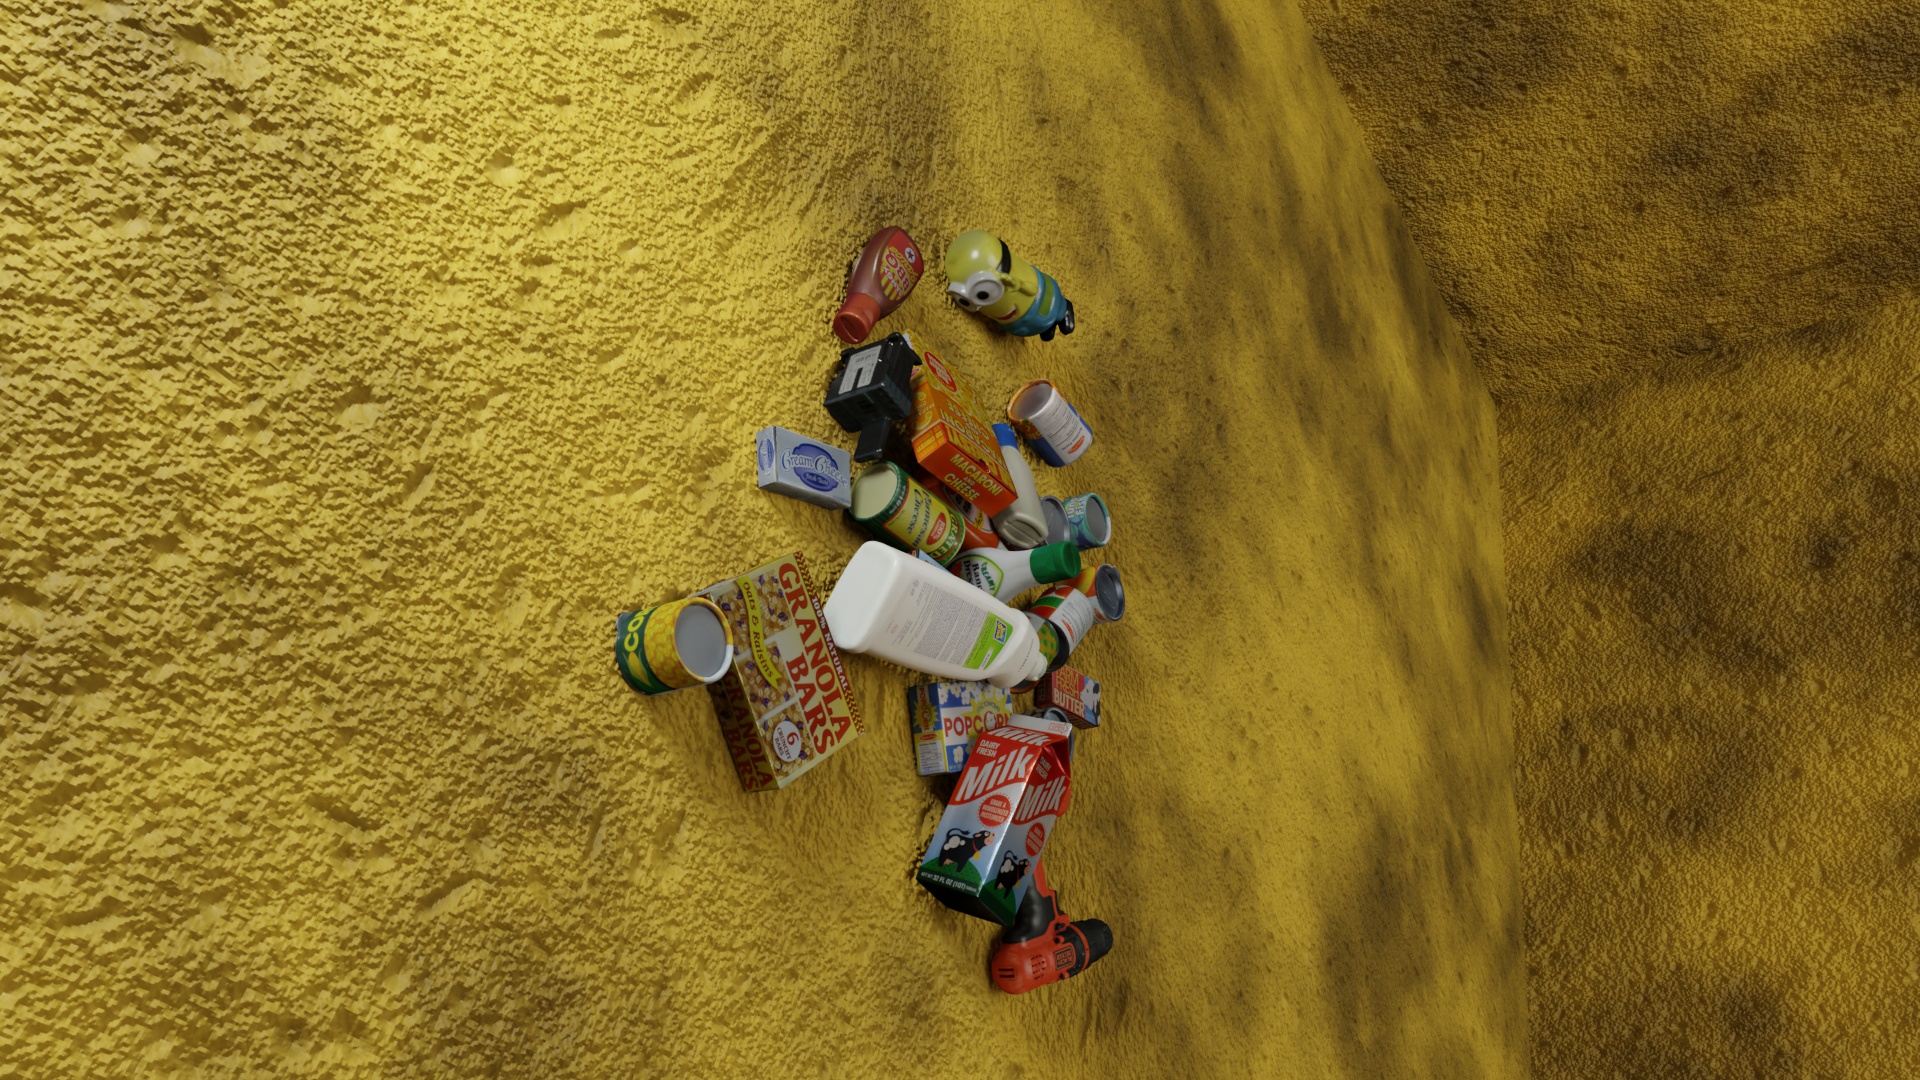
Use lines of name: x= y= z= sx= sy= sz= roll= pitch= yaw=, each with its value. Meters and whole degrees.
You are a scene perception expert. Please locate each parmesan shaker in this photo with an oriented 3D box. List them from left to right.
parmesan shaker: x=-0.053 y=-0.021 z=1.308 sx=0.103 sy=0.071 sz=0.071 roll=37 pitch=48 yaw=-44

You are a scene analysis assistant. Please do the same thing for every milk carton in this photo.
milk carton: x=0.040 y=0.247 z=1.282 sx=0.073 sy=0.072 sz=0.191 roll=53 pitch=53 yaw=-44

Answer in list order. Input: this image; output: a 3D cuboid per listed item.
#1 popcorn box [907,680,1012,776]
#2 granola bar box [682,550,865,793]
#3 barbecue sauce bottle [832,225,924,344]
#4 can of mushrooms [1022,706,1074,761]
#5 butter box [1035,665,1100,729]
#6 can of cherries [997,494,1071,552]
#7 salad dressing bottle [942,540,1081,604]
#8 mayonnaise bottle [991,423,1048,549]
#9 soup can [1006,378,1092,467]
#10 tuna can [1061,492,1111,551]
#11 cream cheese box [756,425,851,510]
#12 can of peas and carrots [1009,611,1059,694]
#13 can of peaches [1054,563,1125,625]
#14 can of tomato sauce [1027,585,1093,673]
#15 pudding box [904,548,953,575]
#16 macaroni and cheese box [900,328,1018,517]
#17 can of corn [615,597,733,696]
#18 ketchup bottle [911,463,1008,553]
popcorn box: x=0.004 y=0.179 z=1.337 sx=0.127 sy=0.038 sz=0.085 roll=6 pitch=72 yaw=-56
granola bar box: x=-0.151 y=0.105 z=1.132 sx=0.125 sy=0.039 sz=0.165 roll=-28 pitch=101 yaw=-56
barbecue sauce bottle: x=-0.083 y=-0.249 z=1.372 sx=0.064 sy=0.043 sz=0.149 roll=57 pitch=37 yaw=-28
can of mushrooms: x=0.088 y=0.210 z=1.457 sx=0.071 sy=0.033 sz=0.071 roll=27 pitch=56 yaw=-50
butter box: x=0.118 y=0.169 z=1.528 sx=0.103 sy=0.024 sz=0.053 roll=31 pitch=52 yaw=-48
can of cherries: x=0.078 y=-0.014 z=1.508 sx=0.071 sy=0.058 sz=0.072 roll=25 pitch=58 yaw=-50
salad dressing bottle: x=0.047 y=0.032 z=1.359 sx=0.044 sy=0.147 sz=0.064 roll=-4 pitch=81 yaw=-57
mayonnaise bottle: x=0.052 y=-0.061 z=1.465 sx=0.064 sy=0.041 sz=0.149 roll=33 pitch=31 yaw=-38
soup can: x=0.100 y=-0.135 z=1.586 sx=0.083 sy=0.071 sz=0.072 roll=47 pitch=42 yaw=-36
tuna can: x=0.148 y=-0.023 z=1.640 sx=0.071 sy=0.033 sz=0.071 roll=28 pitch=56 yaw=-50
cream cheese box: x=-0.137 y=-0.063 z=1.233 sx=0.104 sy=0.024 sz=0.053 roll=18 pitch=63 yaw=-53
can of peas and carrots: x=0.061 y=0.117 z=1.424 sx=0.070 sy=0.071 sz=0.059 roll=64 pitch=35 yaw=-17
can of peaches: x=0.147 y=0.063 z=1.582 sx=0.071 sy=0.058 sz=0.071 roll=28 pitch=54 yaw=-49
can of tomato sauce: x=0.097 y=0.094 z=1.487 sx=0.083 sy=0.071 sz=0.071 roll=-44 pitch=114 yaw=-57
pudding box: x=-0.037 y=0.043 z=1.320 sx=0.083 sy=0.049 sz=0.030 roll=40 pitch=44 yaw=-43
macaroni and cheese box: x=-0.011 y=-0.117 z=1.377 sx=0.123 sy=0.040 sz=0.167 roll=36 pitch=26 yaw=-44
can of corn: x=-0.213 y=0.077 z=1.032 sx=0.071 sy=0.058 sz=0.071 roll=28 pitch=55 yaw=-50
ketchup bottle: x=0.005 y=-0.018 z=1.413 sx=0.148 sy=0.043 sz=0.065 roll=53 pitch=30 yaw=-31
